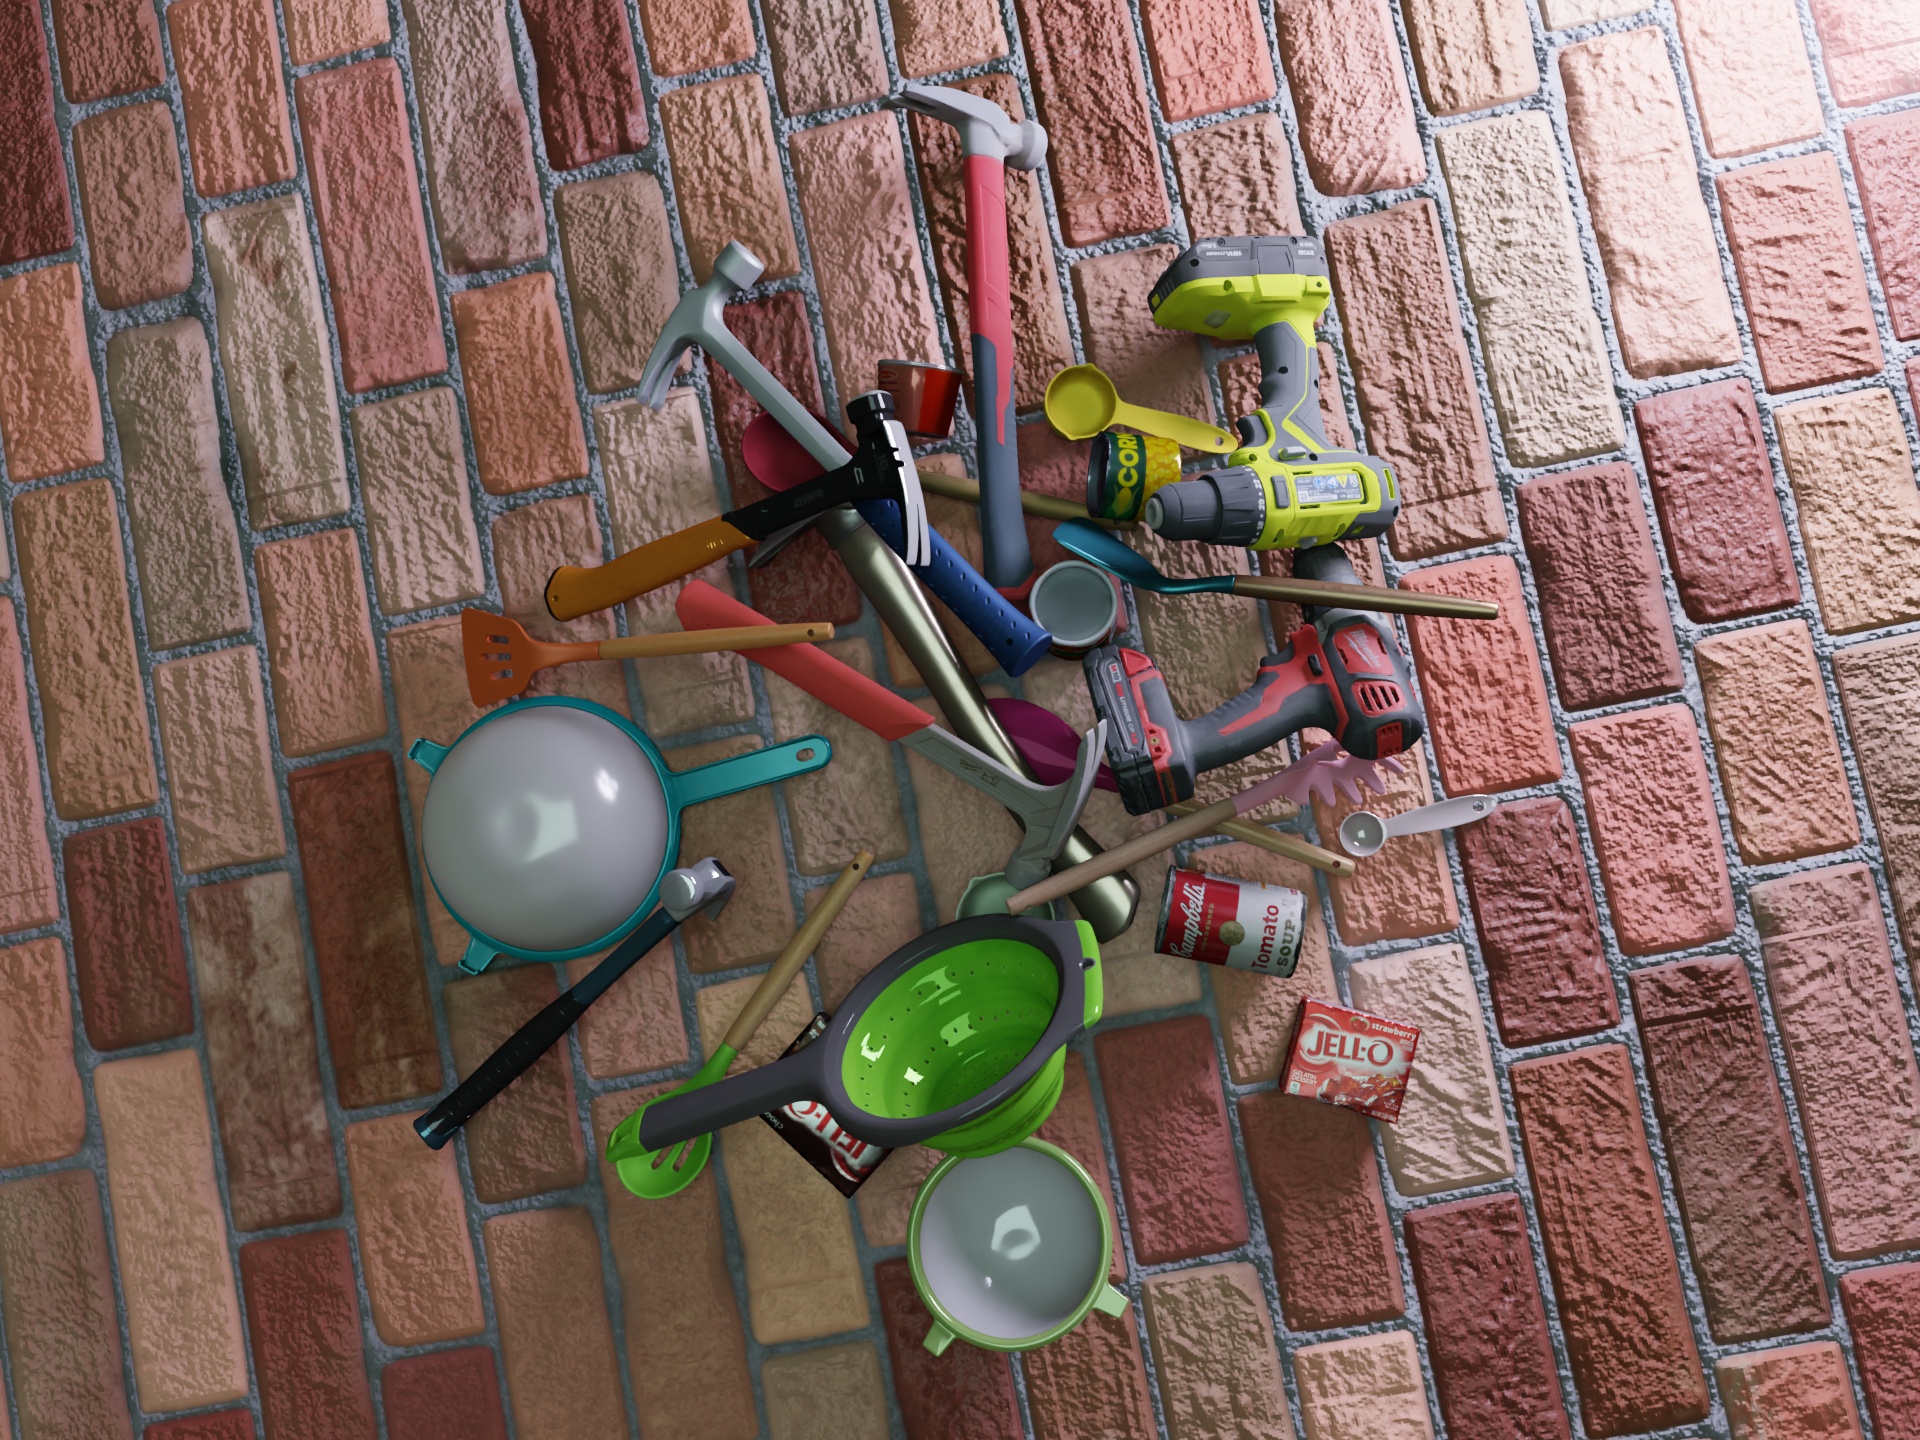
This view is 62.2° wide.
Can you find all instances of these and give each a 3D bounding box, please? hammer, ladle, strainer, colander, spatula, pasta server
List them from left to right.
[{"bbox_3d":[-0.297,0.217,1.211,0.331,0.128,0.033,-42,83,10],"label":"hammer"},{"bbox_3d":[-0.268,0.065,1.219,0.340,0.095,0.211,-16,85,5],"label":"strainer"},{"bbox_3d":[-0.248,-0.058,1.221,0.322,0.041,0.081,-4,97,14],"label":"spatula"},{"bbox_3d":[-0.178,-0.130,1.194,0.337,0.034,0.127,-17,86,27],"label":"hammer"},{"bbox_3d":[-0.087,-0.180,1.189,0.406,0.035,0.144,46,104,17],"label":"hammer"},{"bbox_3d":[-0.067,0.270,1.147,0.397,0.205,0.094,-22,119,13],"label":"colander"},{"bbox_3d":[-0.064,-0.018,1.194,0.359,0.037,0.149,31,123,17],"label":"hammer"},{"bbox_3d":[-0.017,-0.187,1.249,0.315,0.031,0.069,13,101,4],"label":"ladle"},{"bbox_3d":[-0.002,-0.004,1.218,0.146,0.038,0.411,-35,85,16],"label":"hammer"},{"bbox_3d":[0.012,-0.281,1.203,0.038,0.143,0.386,-8,83,49],"label":"hammer"},{"bbox_3d":[0.029,0.338,1.197,0.151,0.069,0.257,-14,68,5],"label":"strainer"},{"bbox_3d":[0.181,0.080,1.176,0.316,0.060,0.040,-23,48,-9],"label":"pasta server"},{"bbox_3d":[0.225,-0.106,1.152,0.317,0.082,0.044,8,110,17],"label":"spatula"}]

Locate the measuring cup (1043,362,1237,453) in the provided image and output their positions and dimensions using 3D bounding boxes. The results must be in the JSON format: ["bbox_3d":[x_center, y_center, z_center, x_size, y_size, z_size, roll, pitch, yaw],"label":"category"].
[{"bbox_3d":[0.140,-0.233,1.245,0.156,0.029,0.062,15,87,-6],"label":"measuring cup"}]

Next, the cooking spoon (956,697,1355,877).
[{"bbox_3d":[0.148,0.057,1.218,0.319,0.017,0.069,21,88,9],"label":"cooking spoon"}]

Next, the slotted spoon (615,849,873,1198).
[{"bbox_3d":[-0.161,0.232,1.232,0.070,0.031,0.314,34,87,13],"label":"slotted spoon"}]

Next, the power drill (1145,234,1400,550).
[{"bbox_3d":[0.213,-0.235,1.177,0.190,0.080,0.229,-6,79,-18],"label":"power drill"}]

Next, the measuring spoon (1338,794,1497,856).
[{"bbox_3d":[0.346,0.076,1.207,0.124,0.018,0.034,-13,85,-3],"label":"measuring spoon"}]

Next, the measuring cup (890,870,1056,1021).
[{"bbox_3d":[0.001,0.180,1.219,0.167,0.038,0.083,-38,84,8],"label":"measuring cup"}]

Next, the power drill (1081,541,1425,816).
[{"bbox_3d":[0.210,-0.037,1.178,0.226,0.080,0.188,-16,56,6],"label":"power drill"}]
